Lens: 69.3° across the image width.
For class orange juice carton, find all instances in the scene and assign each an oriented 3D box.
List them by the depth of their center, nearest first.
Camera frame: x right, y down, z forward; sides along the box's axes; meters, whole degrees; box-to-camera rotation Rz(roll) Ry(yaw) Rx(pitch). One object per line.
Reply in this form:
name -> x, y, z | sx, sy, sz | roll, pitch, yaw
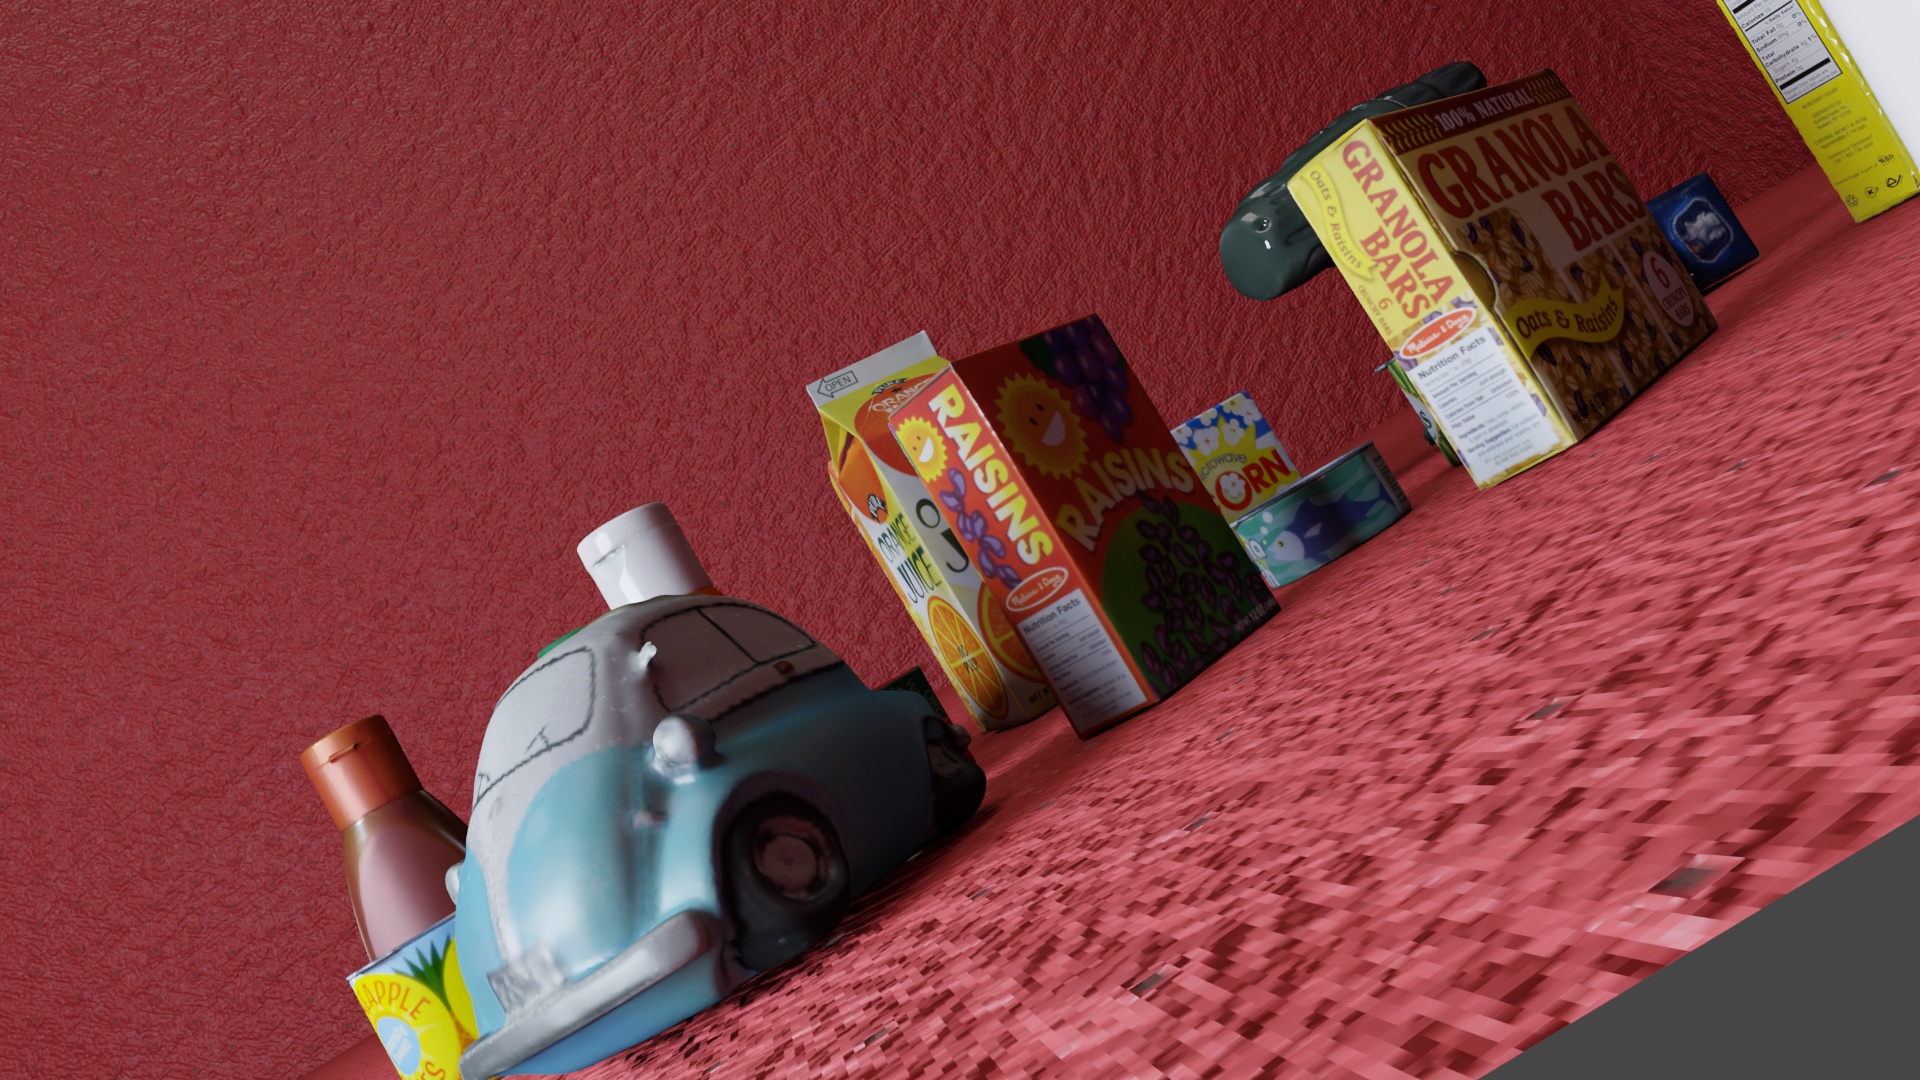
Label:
orange juice carton -> 0.002, -0.009, 0.679 | 0.072, 0.192, 0.073 | -30, -4, -19

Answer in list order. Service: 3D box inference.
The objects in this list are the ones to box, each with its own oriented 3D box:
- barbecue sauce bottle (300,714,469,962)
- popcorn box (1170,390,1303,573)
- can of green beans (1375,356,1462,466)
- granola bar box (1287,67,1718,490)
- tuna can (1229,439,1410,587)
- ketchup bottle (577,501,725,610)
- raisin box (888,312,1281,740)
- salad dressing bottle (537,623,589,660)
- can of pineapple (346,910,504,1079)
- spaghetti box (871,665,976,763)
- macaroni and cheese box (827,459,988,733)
barbecue sauce bottle -> -0.223, 0.145, 0.580 | 0.065, 0.148, 0.043 | -30, -4, -16
popcorn box -> 0.116, -0.012, 0.705 | 0.127, 0.085, 0.038 | -29, -5, -26
can of green beans -> 0.238, -0.074, 0.633 | 0.071, 0.058, 0.071 | -31, -4, -2
granola bar box -> 0.204, -0.103, 0.504 | 0.166, 0.124, 0.039 | -27, -6, -43
tuna can -> 0.145, -0.009, 0.567 | 0.071, 0.033, 0.071 | -31, -4, -2
ketchup bottle -> -0.087, 0.058, 0.506 | 0.064, 0.149, 0.044 | -33, -5, 24
raisin box -> 0.043, -0.009, 0.464 | 0.086, 0.123, 0.040 | -27, -6, -45
salad dressing bottle -> -0.153, 0.110, 0.671 | 0.044, 0.147, 0.064 | -29, -5, -24
can of pineapple -> -0.178, 0.165, 0.503 | 0.071, 0.058, 0.071 | -31, -4, -2
spaghetti box -> -0.076, 0.120, 0.653 | 0.029, 0.050, 0.249 | -28, -5, -39
macaroni and cheese box -> -0.015, 0.026, 0.790 | 0.040, 0.166, 0.123 | -31, -4, -3
